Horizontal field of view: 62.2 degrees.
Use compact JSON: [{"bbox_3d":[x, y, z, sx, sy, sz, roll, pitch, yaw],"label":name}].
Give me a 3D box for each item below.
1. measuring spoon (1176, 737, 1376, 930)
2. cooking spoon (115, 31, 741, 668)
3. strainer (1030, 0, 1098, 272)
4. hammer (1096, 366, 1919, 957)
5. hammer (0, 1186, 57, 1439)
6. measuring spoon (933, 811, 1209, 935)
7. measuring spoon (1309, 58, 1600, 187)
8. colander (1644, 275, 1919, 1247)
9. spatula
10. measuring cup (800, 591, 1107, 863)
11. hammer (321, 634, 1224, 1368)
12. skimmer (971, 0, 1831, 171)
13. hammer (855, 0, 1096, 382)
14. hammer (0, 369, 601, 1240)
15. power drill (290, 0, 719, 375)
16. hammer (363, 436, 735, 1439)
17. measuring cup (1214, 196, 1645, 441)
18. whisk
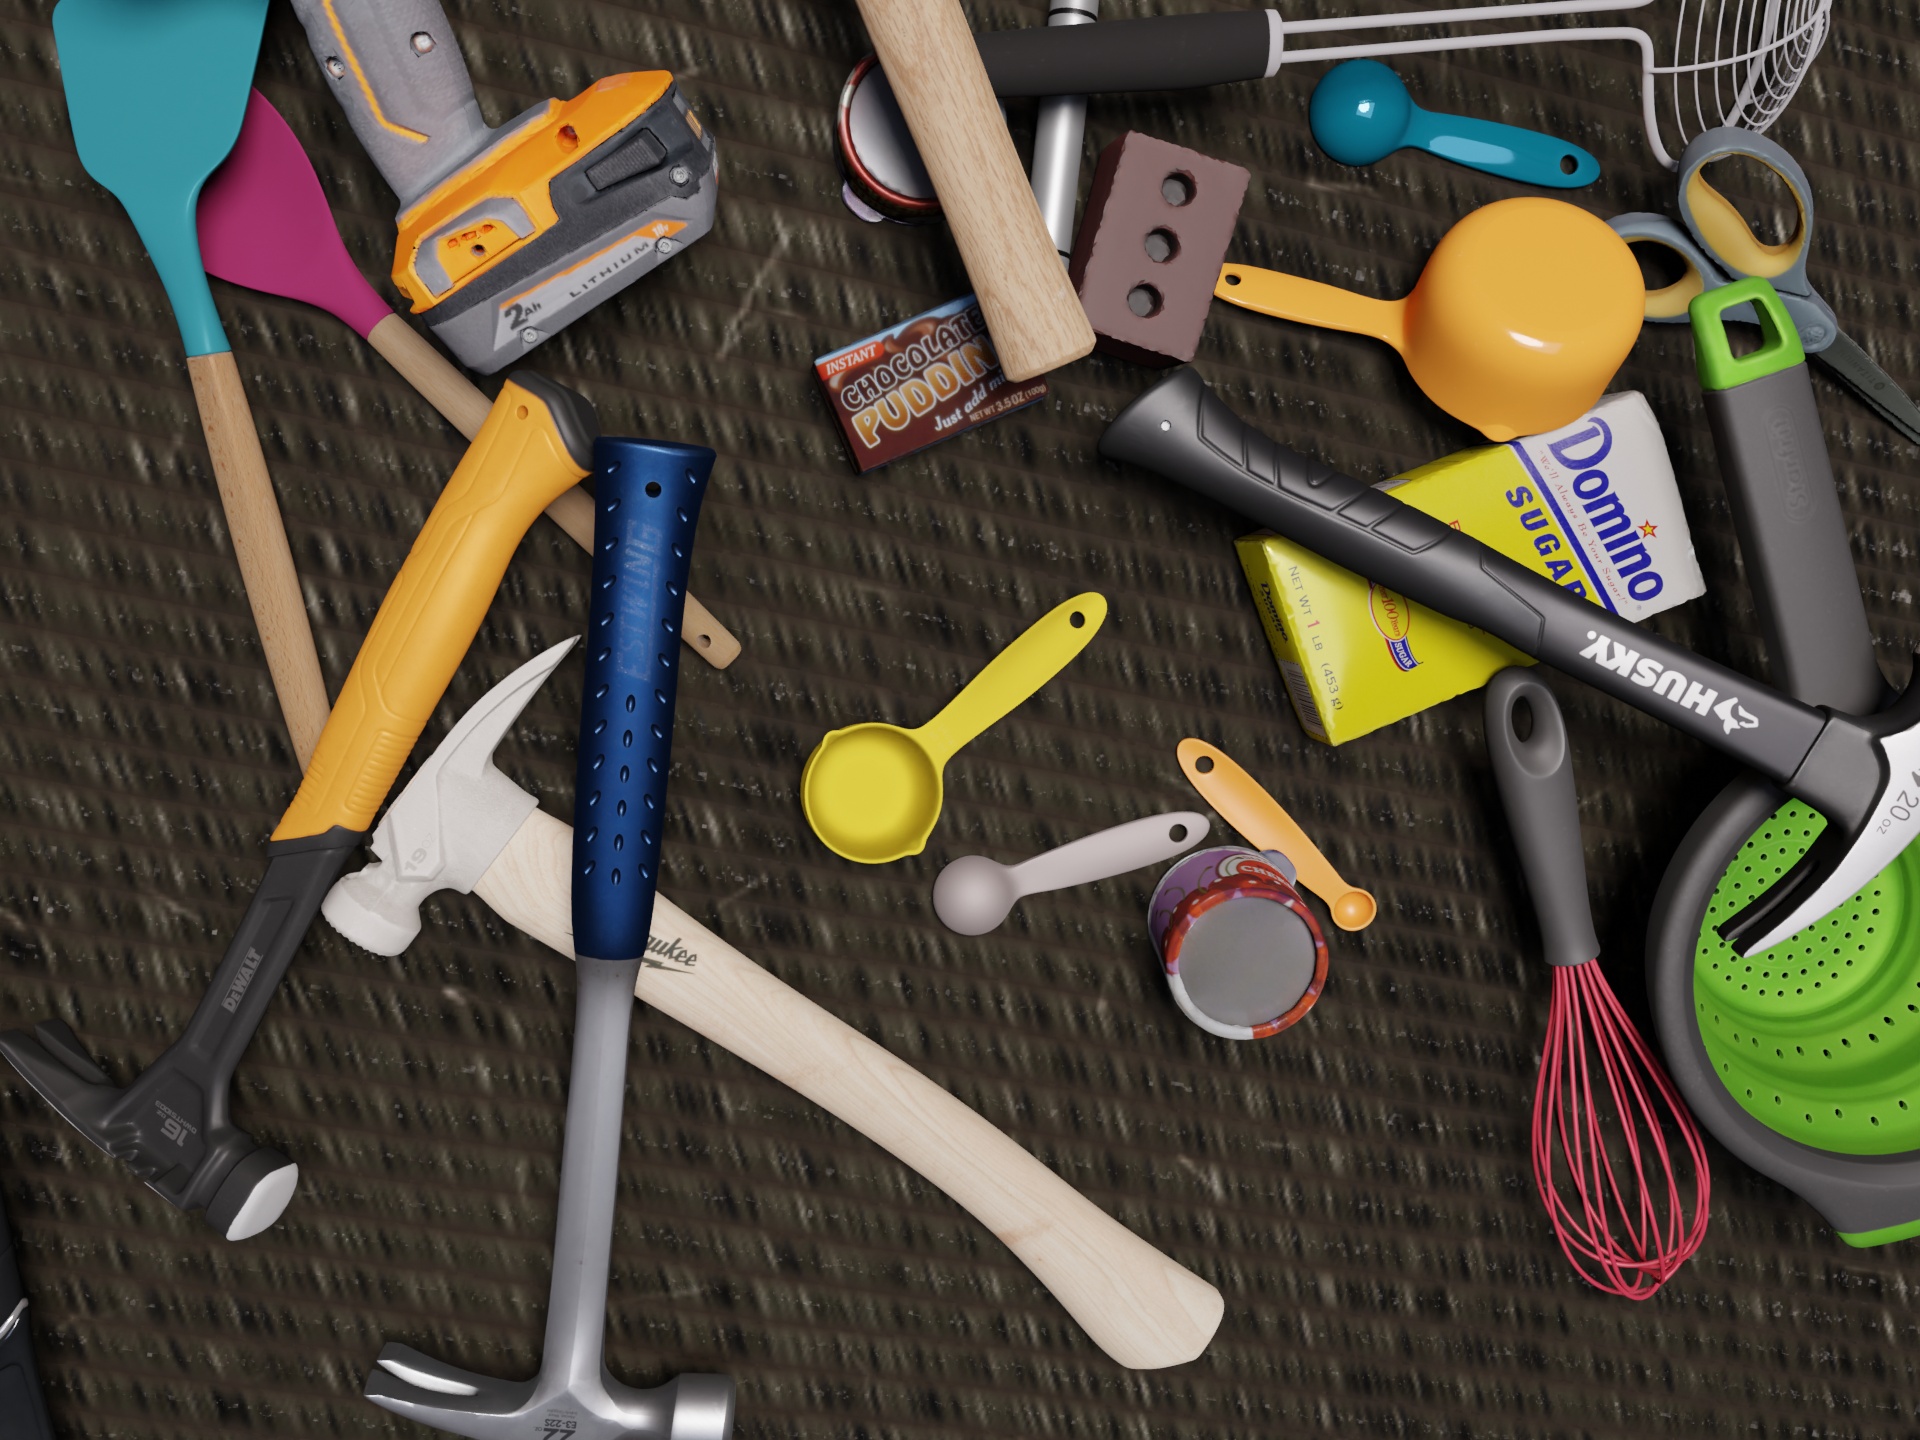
[{"bbox_3d":[0.136,0.048,0.690,0.117,0.011,0.021,43,101,-7],"label":"measuring spoon"},{"bbox_3d":[-0.205,-0.133,0.616,0.068,0.017,0.318,-44,100,11],"label":"cooking spoon"},{"bbox_3d":[0.047,-0.283,0.612,0.086,0.050,0.258,3,96,-28],"label":"strainer"},{"bbox_3d":[0.206,-0.040,0.603,0.335,0.035,0.146,27,102,5],"label":"hammer"},{"bbox_3d":[-0.373,0.251,0.613,0.149,0.036,0.408,-7,105,-5],"label":"hammer"},{"bbox_3d":[0.049,0.062,0.674,0.124,0.018,0.034,-17,99,-6],"label":"measuring spoon"},{"bbox_3d":[0.208,-0.242,0.654,0.128,0.021,0.042,11,96,-8],"label":"measuring spoon"},{"bbox_3d":[0.351,0.015,0.665,0.204,0.094,0.397,-19,100,1],"label":"colander"},{"bbox_3d":[-0.269,-0.113,0.600,0.082,0.044,0.317,-7,106,3],"label":"spatula"},{"bbox_3d":[-0.001,-0.002,0.661,0.156,0.029,0.062,-40,101,-13],"label":"measuring cup"},{"bbox_3d":[-0.048,0.136,0.663,0.410,0.038,0.146,37,90,-11],"label":"hammer"},{"bbox_3d":[0.171,-0.268,0.615,0.363,0.090,0.127,-6,119,-4],"label":"skimmer"},{"bbox_3d":[-0.033,-0.273,0.537,0.130,0.031,0.331,-23,103,2],"label":"hammer"},{"bbox_3d":[-0.234,0.020,0.591,0.127,0.034,0.337,32,96,11],"label":"hammer"},{"bbox_3d":[-0.176,-0.250,0.531,0.164,0.084,0.226,-30,119,11],"label":"power drill"},{"bbox_3d":[-0.140,0.098,0.602,0.144,0.035,0.405,6,102,-7],"label":"hammer"},{"bbox_3d":[0.184,-0.173,0.633,0.173,0.052,0.095,12,68,1],"label":"measuring cup"},{"bbox_3d":[0.264,0.116,0.676,0.073,0.073,0.295,-18,103,-5],"label":"whisk"}]
